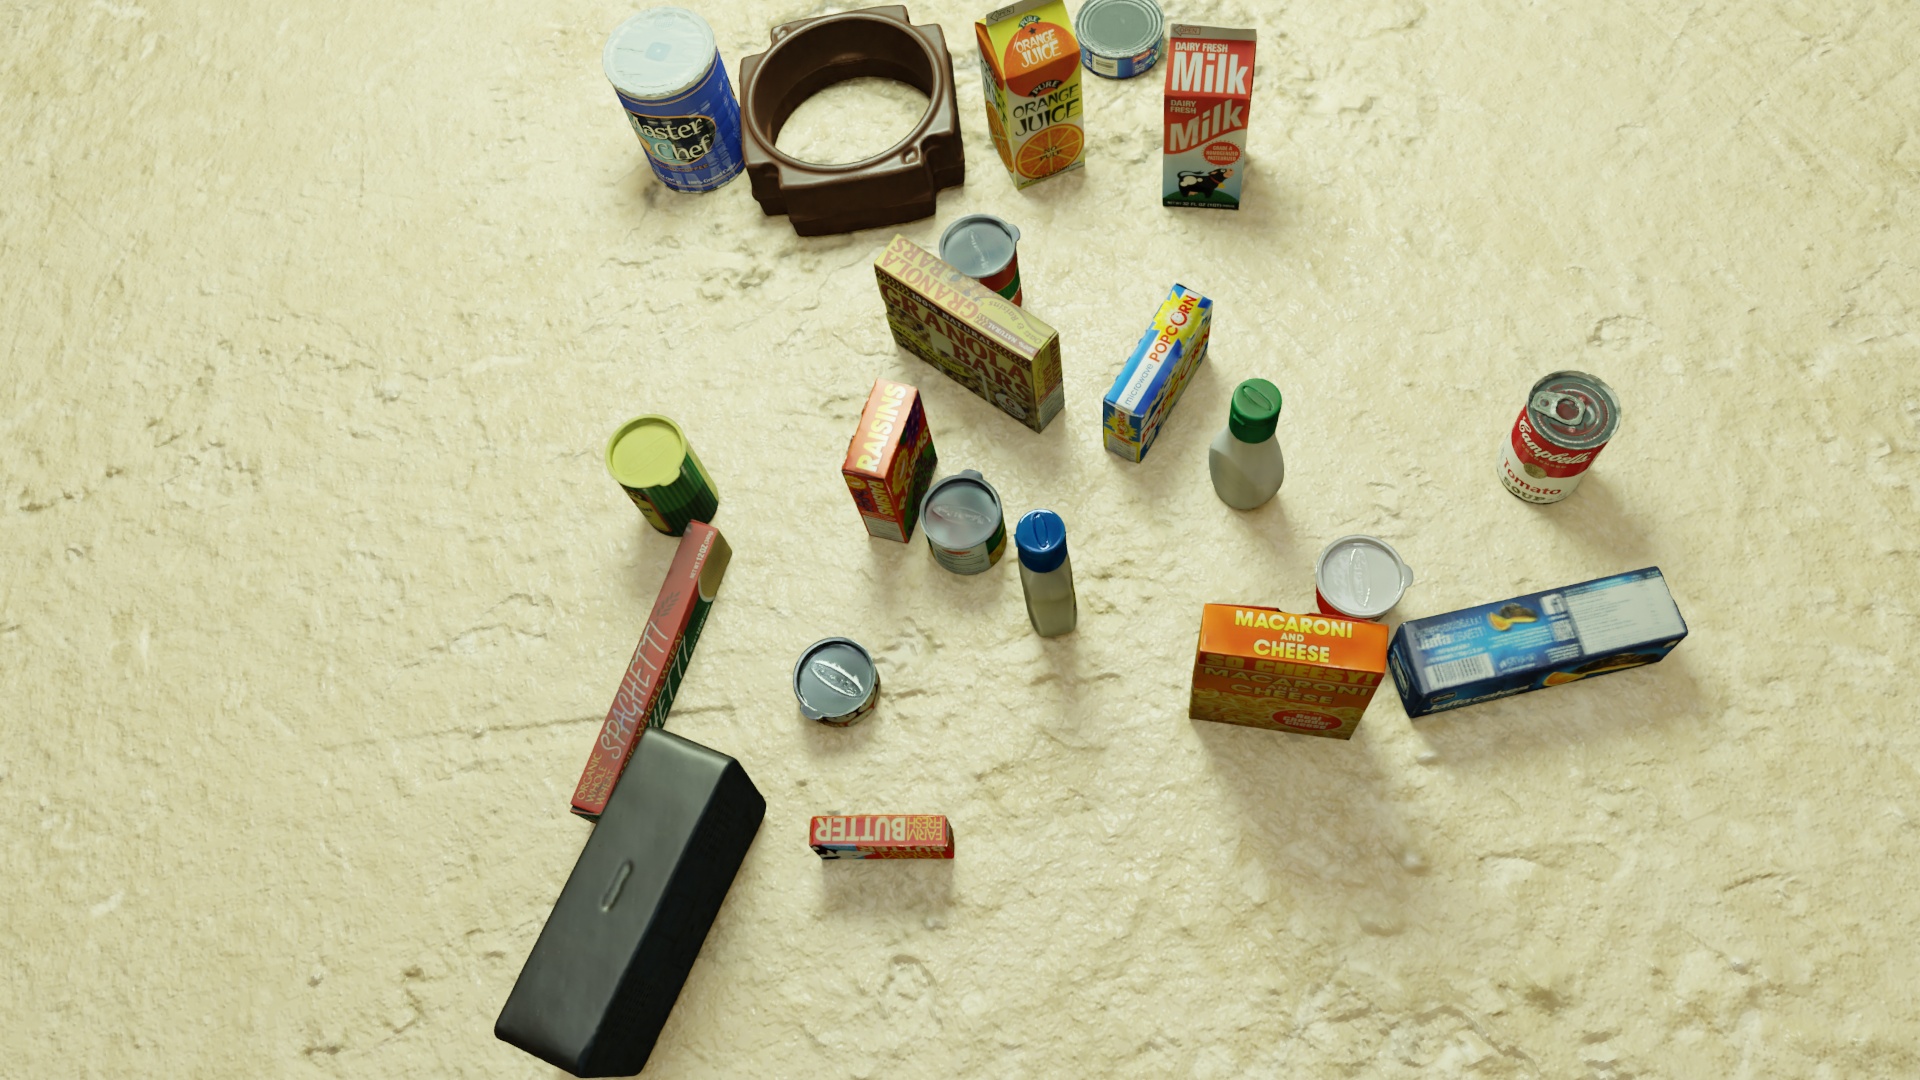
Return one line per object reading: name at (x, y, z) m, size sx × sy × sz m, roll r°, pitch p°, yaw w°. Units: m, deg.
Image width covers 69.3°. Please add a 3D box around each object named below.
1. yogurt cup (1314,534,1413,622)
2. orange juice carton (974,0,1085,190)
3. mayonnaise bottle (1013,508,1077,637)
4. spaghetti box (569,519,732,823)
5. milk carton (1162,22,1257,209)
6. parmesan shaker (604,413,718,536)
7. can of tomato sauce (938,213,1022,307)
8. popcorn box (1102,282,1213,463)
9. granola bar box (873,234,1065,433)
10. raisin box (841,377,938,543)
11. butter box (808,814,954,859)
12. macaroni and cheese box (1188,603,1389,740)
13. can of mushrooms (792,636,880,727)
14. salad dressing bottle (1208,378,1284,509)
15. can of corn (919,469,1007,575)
yogurt cup at (0.306, 0.036, 1.075) m, size 0.072 × 0.053 × 0.072 m, roll -2°, pitch 66°, yaw 5°
orange juice carton at (0.062, -0.405, 1.223) m, size 0.072 × 0.192 × 0.073 m, roll -22°, pitch 66°, yaw -3°
mayonnaise bottle at (0.065, 0.022, 1.056) m, size 0.041 × 0.147 × 0.065 m, roll -10°, pitch 66°, yaw 2°
spaghetti box at (-0.243, 0.105, 1.108) m, size 0.029 × 0.050 × 0.251 m, roll 14°, pitch 68°, yaw 12°
milk carton at (0.213, -0.372, 1.193) m, size 0.072 × 0.190 × 0.074 m, roll 6°, pitch 67°, yaw 9°
parmesan shaker at (-0.243, -0.050, 1.148) m, size 0.071 × 0.102 × 0.071 m, roll -2°, pitch 66°, yaw 6°
can of tomato sauce at (0.020, -0.235, 1.212) m, size 0.071 × 0.082 × 0.071 m, roll -2°, pitch 66°, yaw 6°
popcorn box at (0.163, -0.137, 1.151) m, size 0.038 × 0.085 × 0.127 m, roll 27°, pitch 72°, yaw 17°
granola bar box at (0.008, -0.170, 1.162) m, size 0.166 × 0.123 × 0.039 m, roll 34°, pitch 74°, yaw 19°
raisin box at (-0.055, -0.063, 1.122) m, size 0.040 × 0.123 × 0.086 m, roll 14°, pitch 69°, yaw 13°
butter box at (-0.057, 0.221, 1.033) m, size 0.103 × 0.053 × 0.024 m, roll -2°, pitch 66°, yaw 6°
macaroni and cheese box at (0.229, 0.095, 0.995) m, size 0.124 × 0.166 × 0.040 m, roll 6°, pitch 67°, yaw 9°
can of mushrooms at (-0.099, 0.114, 1.097) m, size 0.071 × 0.033 × 0.071 m, roll -2°, pitch 66°, yaw 5°
salad dressing bottle at (0.225, -0.074, 1.082) m, size 0.044 × 0.147 × 0.064 m, roll -41°, pitch 68°, yaw -11°
can of corn at (0.004, -0.014, 1.129) m, size 0.071 × 0.058 × 0.071 m, roll -2°, pitch 66°, yaw 5°
